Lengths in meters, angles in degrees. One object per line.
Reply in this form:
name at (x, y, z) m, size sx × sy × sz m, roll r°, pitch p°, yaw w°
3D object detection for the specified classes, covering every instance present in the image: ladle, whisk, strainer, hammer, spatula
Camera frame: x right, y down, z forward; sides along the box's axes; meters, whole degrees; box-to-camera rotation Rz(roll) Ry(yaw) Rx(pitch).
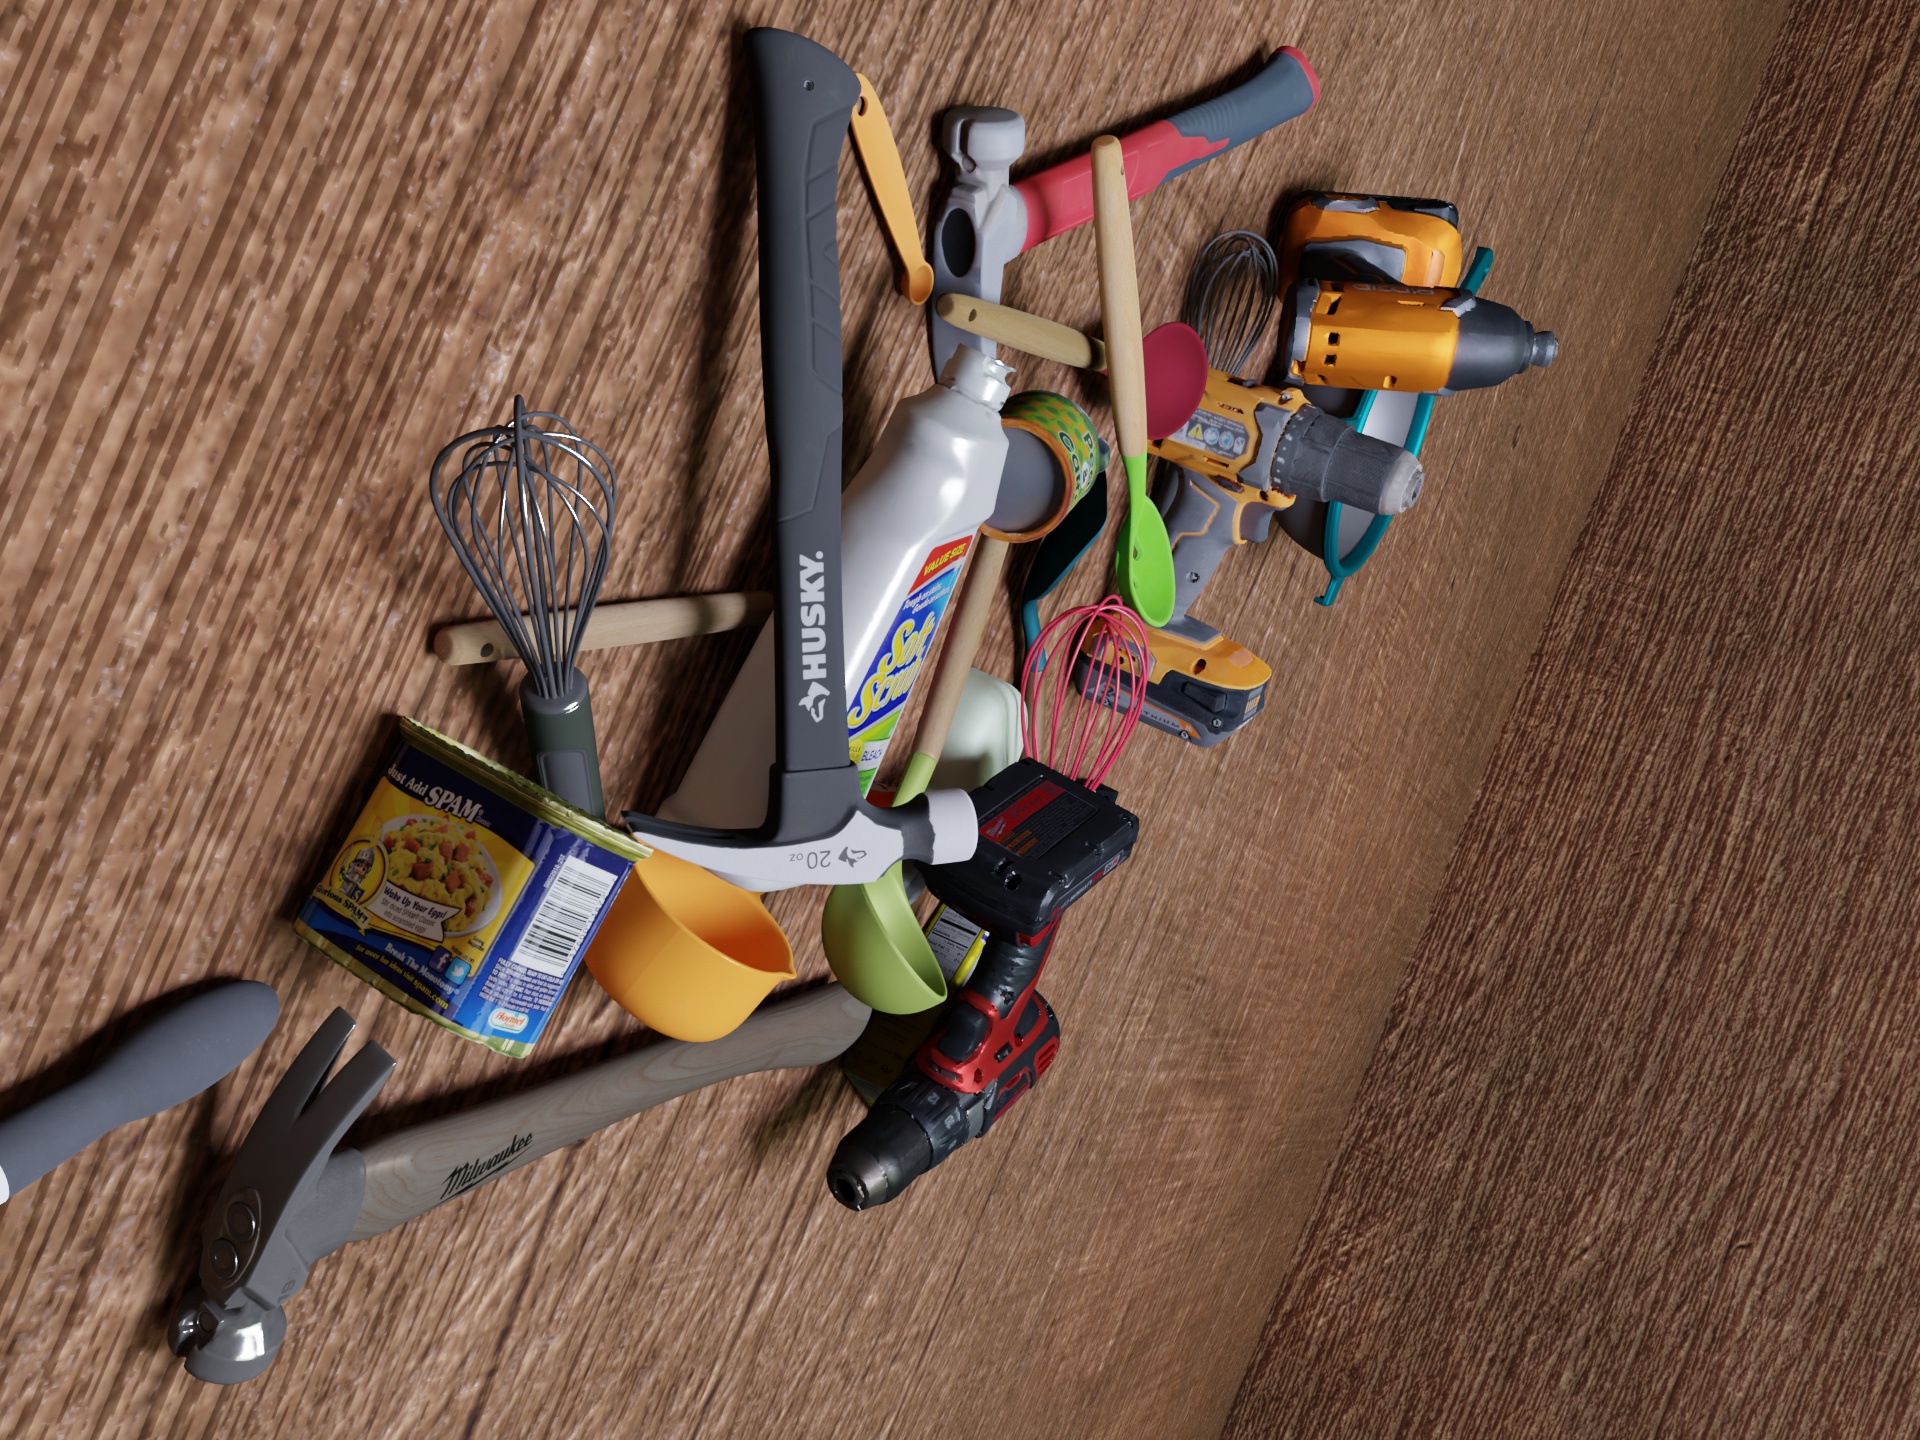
ladle at (-0.001, -0.003, 0.807) m, size 0.078 × 0.062 × 0.320 m, roll 53°, pitch 45°, yaw -46°
whisk at (0.055, 0.057, 0.947) m, size 0.073 × 0.073 × 0.295 m, roll -32°, pitch 140°, yaw -50°
strainer at (0.317, -0.269, 1.242) m, size 0.340 × 0.095 × 0.210 m, roll -56°, pitch 154°, yaw -27°
hammer at (-0.150, 0.160, 0.721) m, size 0.146 × 0.038 × 0.410 m, roll -60°, pitch 158°, yaw 16°
ladle at (0.063, -0.190, 0.822) m, size 0.315 × 0.031 × 0.069 m, roll -10°, pitch 120°, yaw -63°
hammer at (-0.067, -0.096, 0.634) m, size 0.146 × 0.035 × 0.334 m, roll -5°, pitch 102°, yaw -20°
whisk at (0.157, -0.203, 1.049) m, size 0.055 × 0.055 × 0.238 m, roll -27°, pitch 137°, yaw -53°
whisk at (-0.305, 0.145, 0.433) m, size 0.284 × 0.070 × 0.070 m, roll -38°, pitch 141°, yaw -54°
whisk at (-0.147, -0.016, 0.573) m, size 0.246 × 0.058 × 0.059 m, roll 100°, pitch -18°, yaw -52°
hammer at (0.105, -0.298, 0.884) m, size 0.386 × 0.038 × 0.143 m, roll -40°, pitch 143°, yaw -44°
spatula at (0.056, -0.012, 0.994) m, size 0.082 × 0.044 × 0.317 m, roll -88°, pitch 180°, yaw -52°

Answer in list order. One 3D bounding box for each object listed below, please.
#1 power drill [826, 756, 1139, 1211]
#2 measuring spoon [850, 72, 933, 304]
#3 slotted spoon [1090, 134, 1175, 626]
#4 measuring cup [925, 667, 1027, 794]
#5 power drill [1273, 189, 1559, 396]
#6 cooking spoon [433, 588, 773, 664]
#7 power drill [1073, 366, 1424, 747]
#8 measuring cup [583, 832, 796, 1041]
power drill at (0.006, 0.152, 0.878) m, size 0.188 × 0.080 × 0.226 m, roll -32°, pitch 143°, yaw -49°
measuring spoon at (-0.033, -0.234, 0.707) m, size 0.021 × 0.011 × 0.116 m, roll -55°, pitch 147°, yaw -25°
slotted spoon at (0.089, -0.164, 0.834) m, size 0.313 × 0.031 × 0.070 m, roll 76°, pitch 26°, yaw -50°
measuring cup at (-0.004, 0.053, 0.934) m, size 0.083 × 0.038 × 0.167 m, roll 14°, pitch 94°, yaw -63°
power drill at (0.284, -0.272, 1.024) m, size 0.227 × 0.164 × 0.084 m, roll -77°, pitch 172°, yaw -57°
cooking spoon at (-0.103, -0.049, 0.701) m, size 0.319 × 0.017 × 0.068 m, roll -15°, pitch 133°, yaw -58°
power drill at (0.176, -0.099, 1.004) m, size 0.084 × 0.185 × 0.226 m, roll -27°, pitch 135°, yaw -55°
measuring cup at (-0.118, 0.095, 0.734) m, size 0.052 × 0.095 × 0.173 m, roll -50°, pitch 177°, yaw 7°
